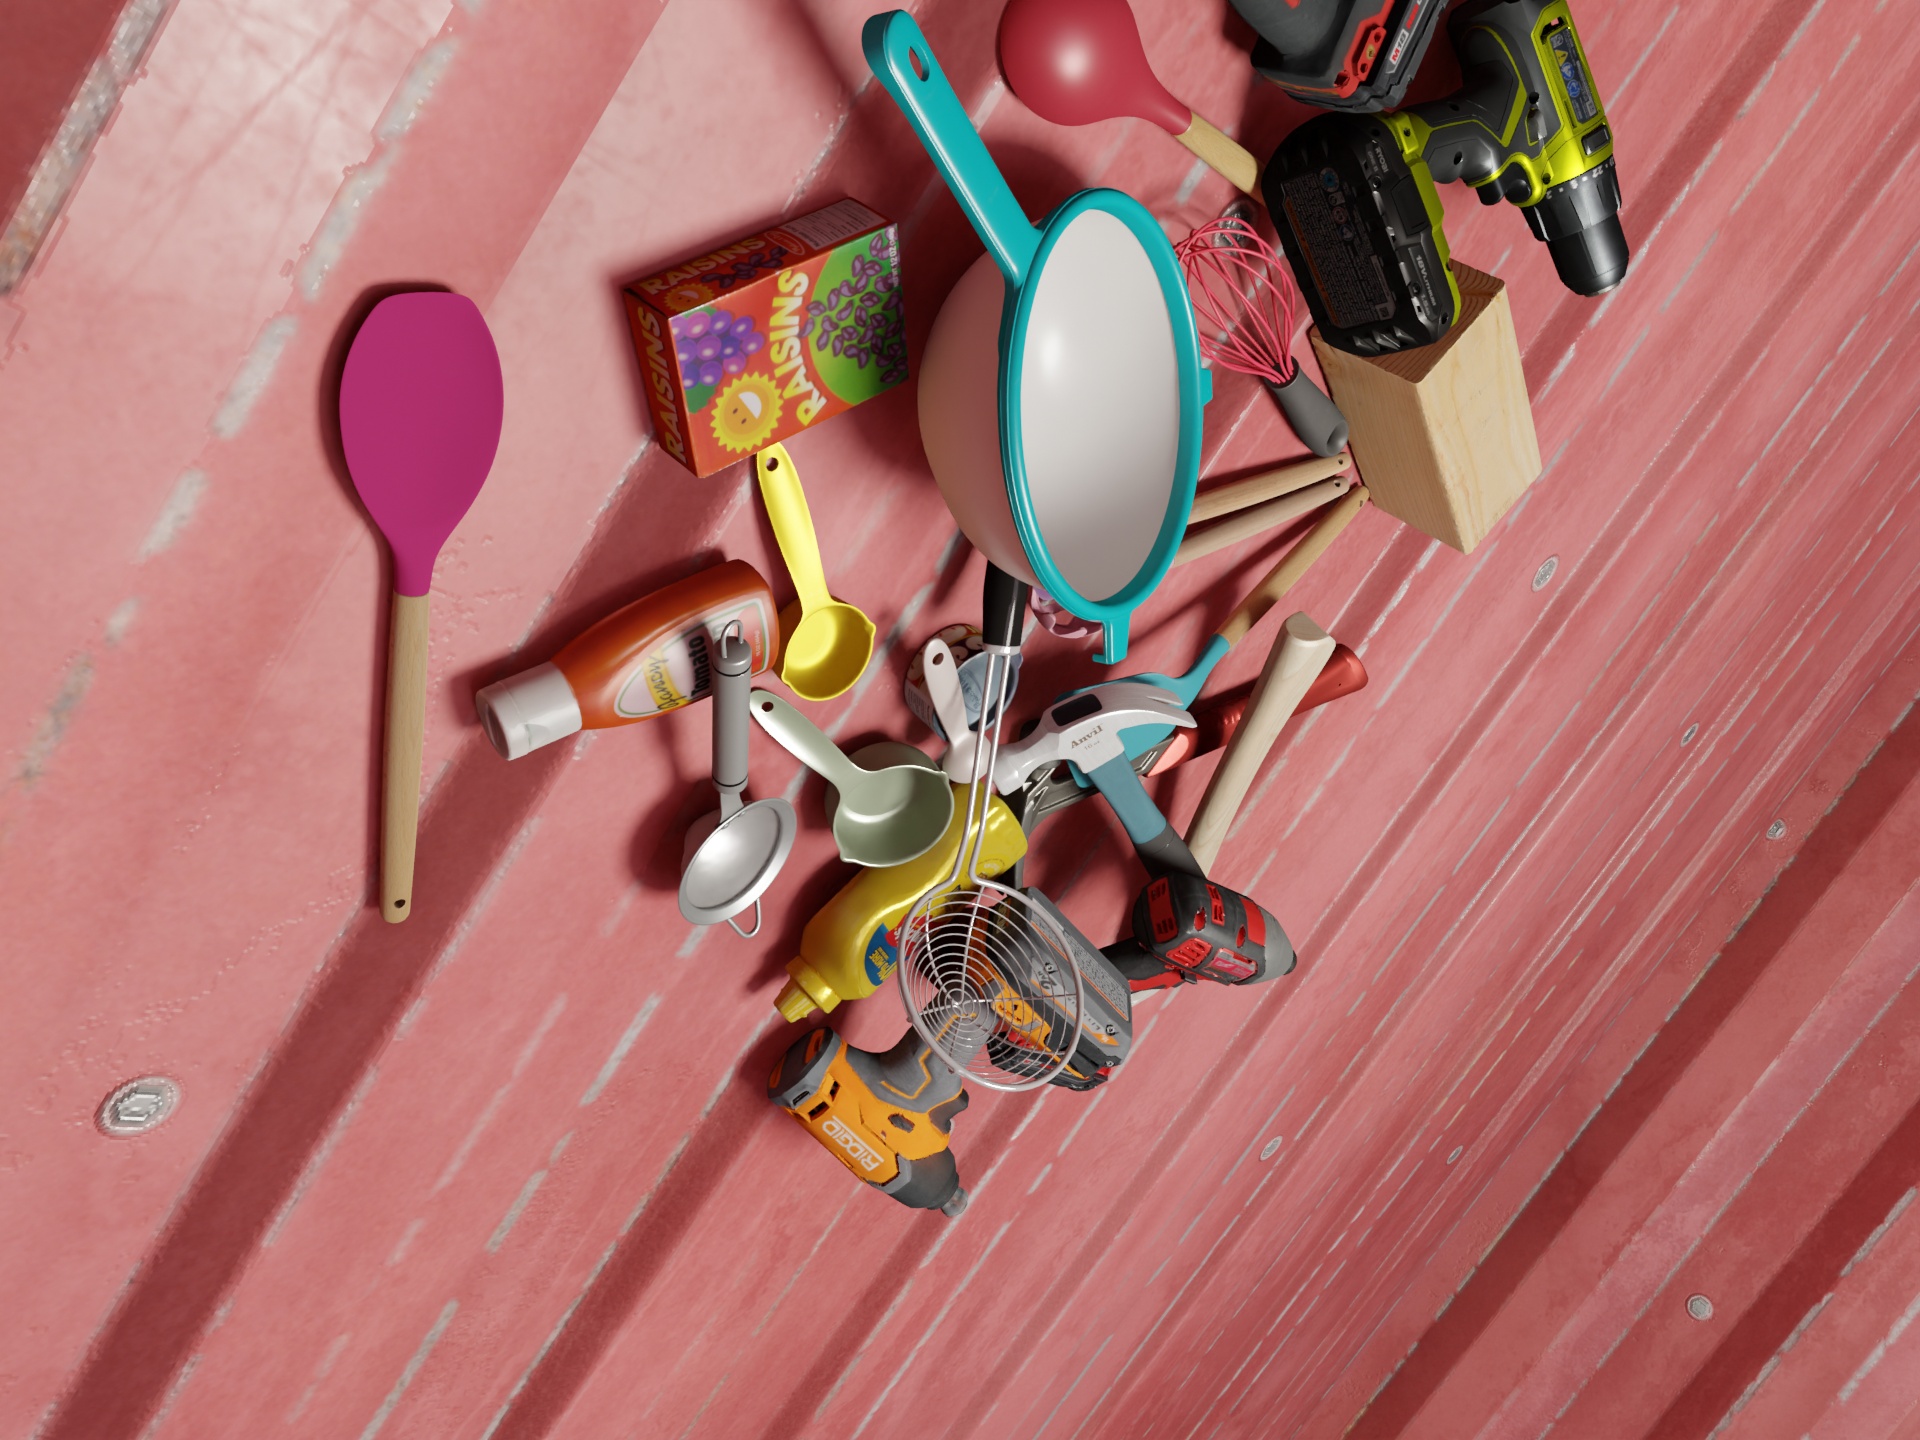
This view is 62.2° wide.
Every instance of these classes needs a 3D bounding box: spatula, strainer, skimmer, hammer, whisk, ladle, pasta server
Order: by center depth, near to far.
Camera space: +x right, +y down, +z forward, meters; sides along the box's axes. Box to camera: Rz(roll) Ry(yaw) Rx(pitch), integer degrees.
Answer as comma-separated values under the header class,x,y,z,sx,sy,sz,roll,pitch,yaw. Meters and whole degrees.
class,x,y,z,sx,sy,sz,roll,pitch,yaw
strainer,0.013,-0.190,0.765,0.340,0.095,0.211,49,54,-48
strainer,-0.123,0.032,0.844,0.087,0.050,0.258,-36,155,-31
ladle,0.129,-0.310,0.852,0.315,0.031,0.069,8,114,-51
skimmer,0.033,0.024,0.900,0.127,0.090,0.363,0,103,-36
whisk,0.191,-0.221,0.972,0.073,0.073,0.295,-54,150,6
spatula,0.153,-0.139,1.022,0.316,0.018,0.060,-21,92,-38
pasta server,0.158,-0.118,1.041,0.316,0.060,0.040,-24,172,-34
spatula,0.185,-0.073,1.096,0.317,0.044,0.082,-43,133,-27
hammer,0.133,0.082,1.103,0.128,0.033,0.330,-31,139,5
hammer,0.172,0.020,1.179,0.359,0.037,0.149,-20,135,-34
hammer,0.179,0.086,1.194,0.146,0.038,0.410,-21,144,-33

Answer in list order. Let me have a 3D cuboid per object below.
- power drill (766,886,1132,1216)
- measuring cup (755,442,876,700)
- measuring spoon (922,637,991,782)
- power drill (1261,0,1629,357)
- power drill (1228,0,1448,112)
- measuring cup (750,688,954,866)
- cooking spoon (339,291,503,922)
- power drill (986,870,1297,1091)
class,x,y,z,sx,sy,sz,roll,pitch,yaw
power drill,0.005,0.231,1.052,0.226,0.084,0.164,-39,105,18
measuring cup,-0.088,-0.081,0.835,0.062,0.029,0.156,-31,128,-24
measuring spoon,-0.001,-0.003,0.933,0.034,0.018,0.124,-37,141,-16
power drill,0.295,-0.303,0.918,0.228,0.080,0.190,-36,109,-25
power drill,0.153,-0.409,0.748,0.226,0.080,0.188,10,107,-46
measuring cup,-0.071,0.023,0.935,0.083,0.038,0.167,-40,127,8
cooking spoon,-0.245,-0.036,0.706,0.068,0.017,0.318,-13,130,-38
power drill,0.130,0.188,1.149,0.143,0.079,0.219,25,134,-37
